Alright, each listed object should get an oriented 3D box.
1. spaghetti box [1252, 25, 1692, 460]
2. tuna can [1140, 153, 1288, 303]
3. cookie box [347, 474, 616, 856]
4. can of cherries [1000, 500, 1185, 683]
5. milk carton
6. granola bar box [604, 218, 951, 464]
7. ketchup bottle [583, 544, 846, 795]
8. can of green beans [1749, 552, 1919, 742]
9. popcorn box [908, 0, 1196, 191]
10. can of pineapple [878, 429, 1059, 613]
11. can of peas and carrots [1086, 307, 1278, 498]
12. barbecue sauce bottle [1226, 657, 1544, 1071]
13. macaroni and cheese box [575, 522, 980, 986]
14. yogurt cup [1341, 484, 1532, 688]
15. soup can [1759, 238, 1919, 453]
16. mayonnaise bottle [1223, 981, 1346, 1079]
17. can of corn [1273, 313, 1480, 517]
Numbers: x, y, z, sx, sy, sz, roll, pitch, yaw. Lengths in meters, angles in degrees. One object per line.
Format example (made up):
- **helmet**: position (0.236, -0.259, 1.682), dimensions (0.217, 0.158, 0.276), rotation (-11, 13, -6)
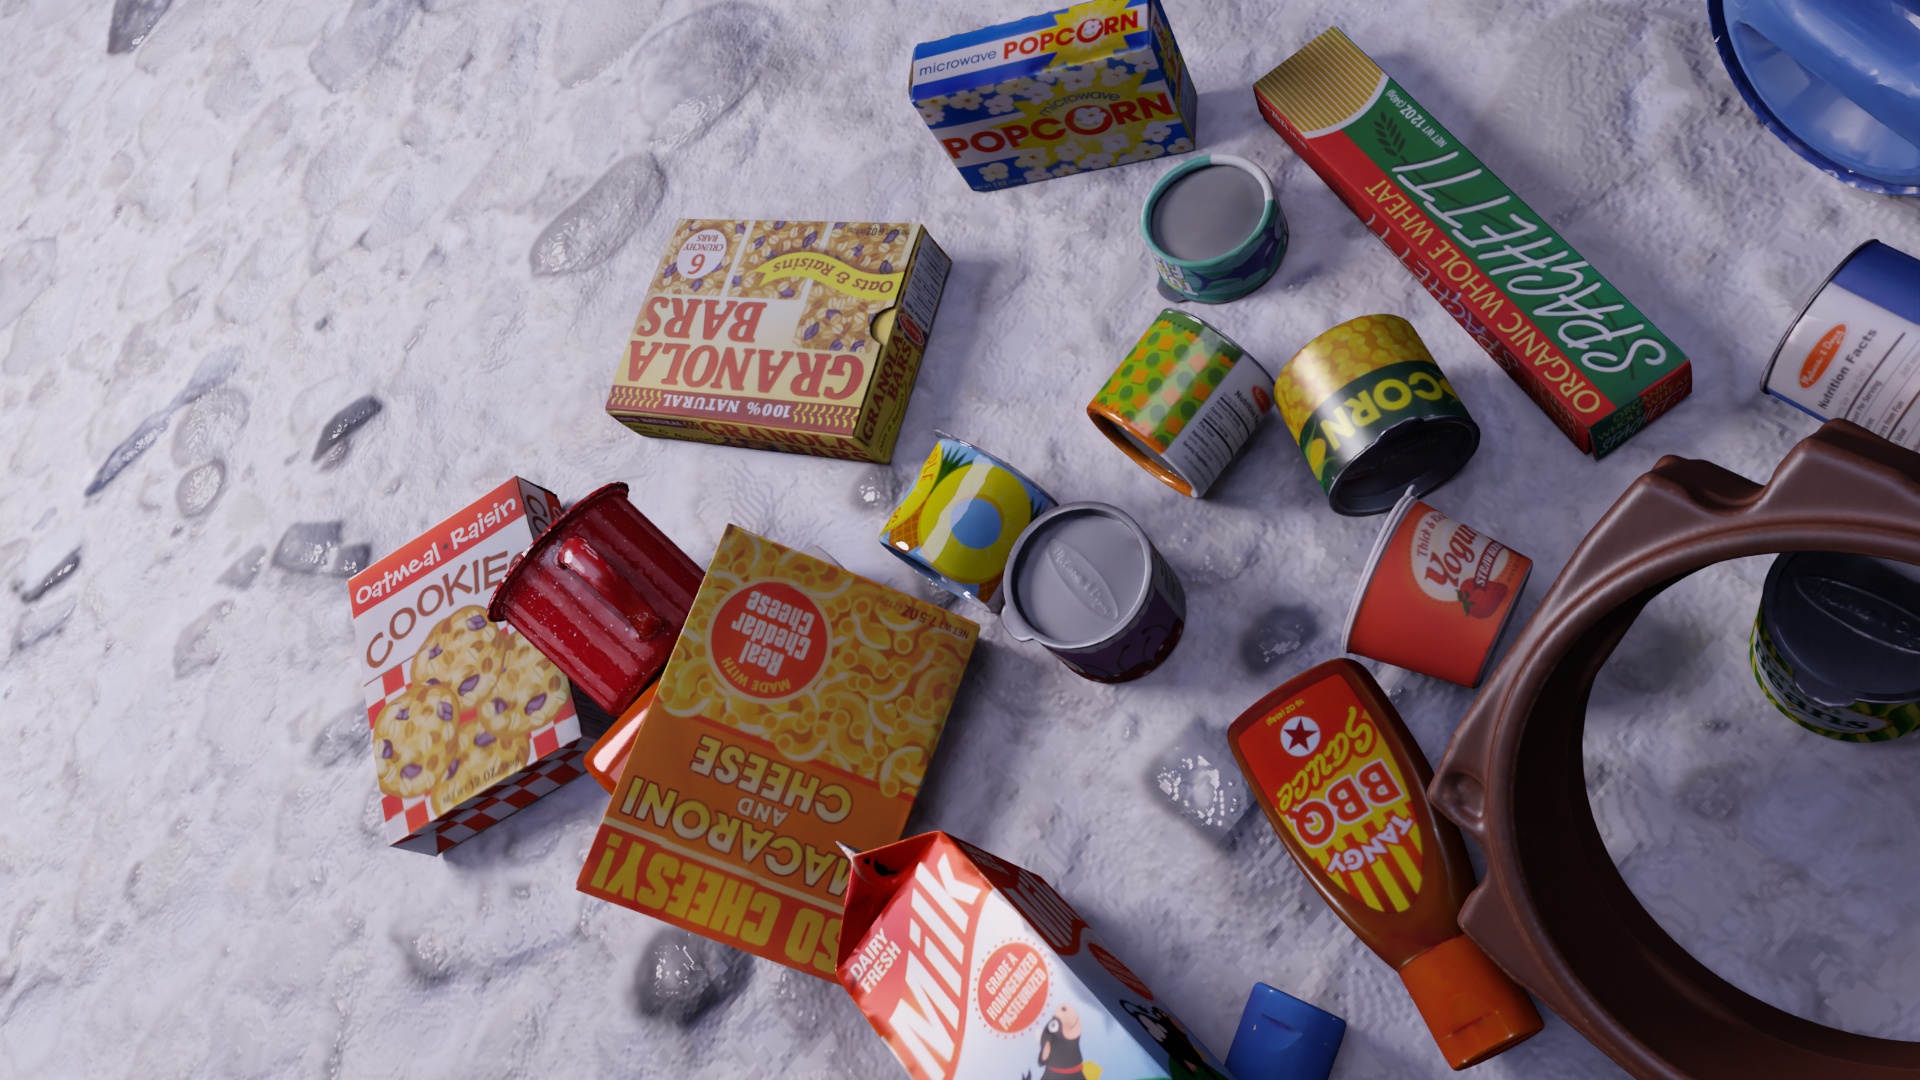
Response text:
- **spaghetti box**: position (0.220, -0.141, 0.621), dimensions (0.050, 0.028, 0.251), rotation (-36, 58, 8)
- **tuna can**: position (0.120, -0.149, 0.668), dimensions (0.071, 0.032, 0.071), rotation (-10, 64, 21)
- **cookie box**: position (-0.258, 0.065, 0.746), dimensions (0.123, 0.040, 0.168), rotation (-30, 60, 10)
- **can of cherries**: position (0.057, 0.025, 0.606), dimensions (0.071, 0.058, 0.072), rotation (-9, 66, 21)
- **milk carton**: position (0.021, 0.177, 0.523), dimensions (0.073, 0.072, 0.191), rotation (-53, 43, 1)
- **granola bar box**: position (-0.100, -0.111, 0.750), dimensions (0.165, 0.039, 0.124), rotation (8, 72, 28)
- **ketchup bottle**: position (-0.109, 0.067, 0.664), dimensions (0.043, 0.064, 0.149), rotation (35, 77, 33)
- **can of green beans**: position (0.314, 0.032, 0.484), dimensions (0.071, 0.057, 0.071), rotation (-10, 65, 21)
- **popcorn box**: position (0.048, -0.225, 0.704), dimensions (0.126, 0.085, 0.038), rotation (-6, 67, 22)
- **can of pineapple**: position (0.002, -0.008, 0.640), dimensions (0.071, 0.071, 0.058), rotation (28, 82, 32)
- **can of peas and carrots**: position (0.097, -0.062, 0.622), dimensions (0.071, 0.071, 0.059), rotation (37, 87, 32)
- **barbecue sauce bottle**: position (0.161, 0.121, 0.524), dimensions (0.064, 0.043, 0.149), rotation (-37, 58, 18)
- **macaroni and cheese box**: position (-0.078, 0.093, 0.614), dimensions (0.124, 0.040, 0.167), rotation (22, 77, -6)
- **yogurt cup**: position (0.188, 0.023, 0.545), dimensions (0.054, 0.072, 0.072), rotation (24, 80, 23)
- **soup can**: position (0.353, -0.062, 0.505), dimensions (0.071, 0.071, 0.084), rotation (-48, 58, -1)
- **mayonnaise bottle**: position (0.097, 0.238, 0.503), dimensions (0.065, 0.041, 0.148), rotation (16, 76, 34)
- **can of corn**: position (0.172, -0.053, 0.580), dimensions (0.071, 0.071, 0.058), rotation (-28, 59, 12)
